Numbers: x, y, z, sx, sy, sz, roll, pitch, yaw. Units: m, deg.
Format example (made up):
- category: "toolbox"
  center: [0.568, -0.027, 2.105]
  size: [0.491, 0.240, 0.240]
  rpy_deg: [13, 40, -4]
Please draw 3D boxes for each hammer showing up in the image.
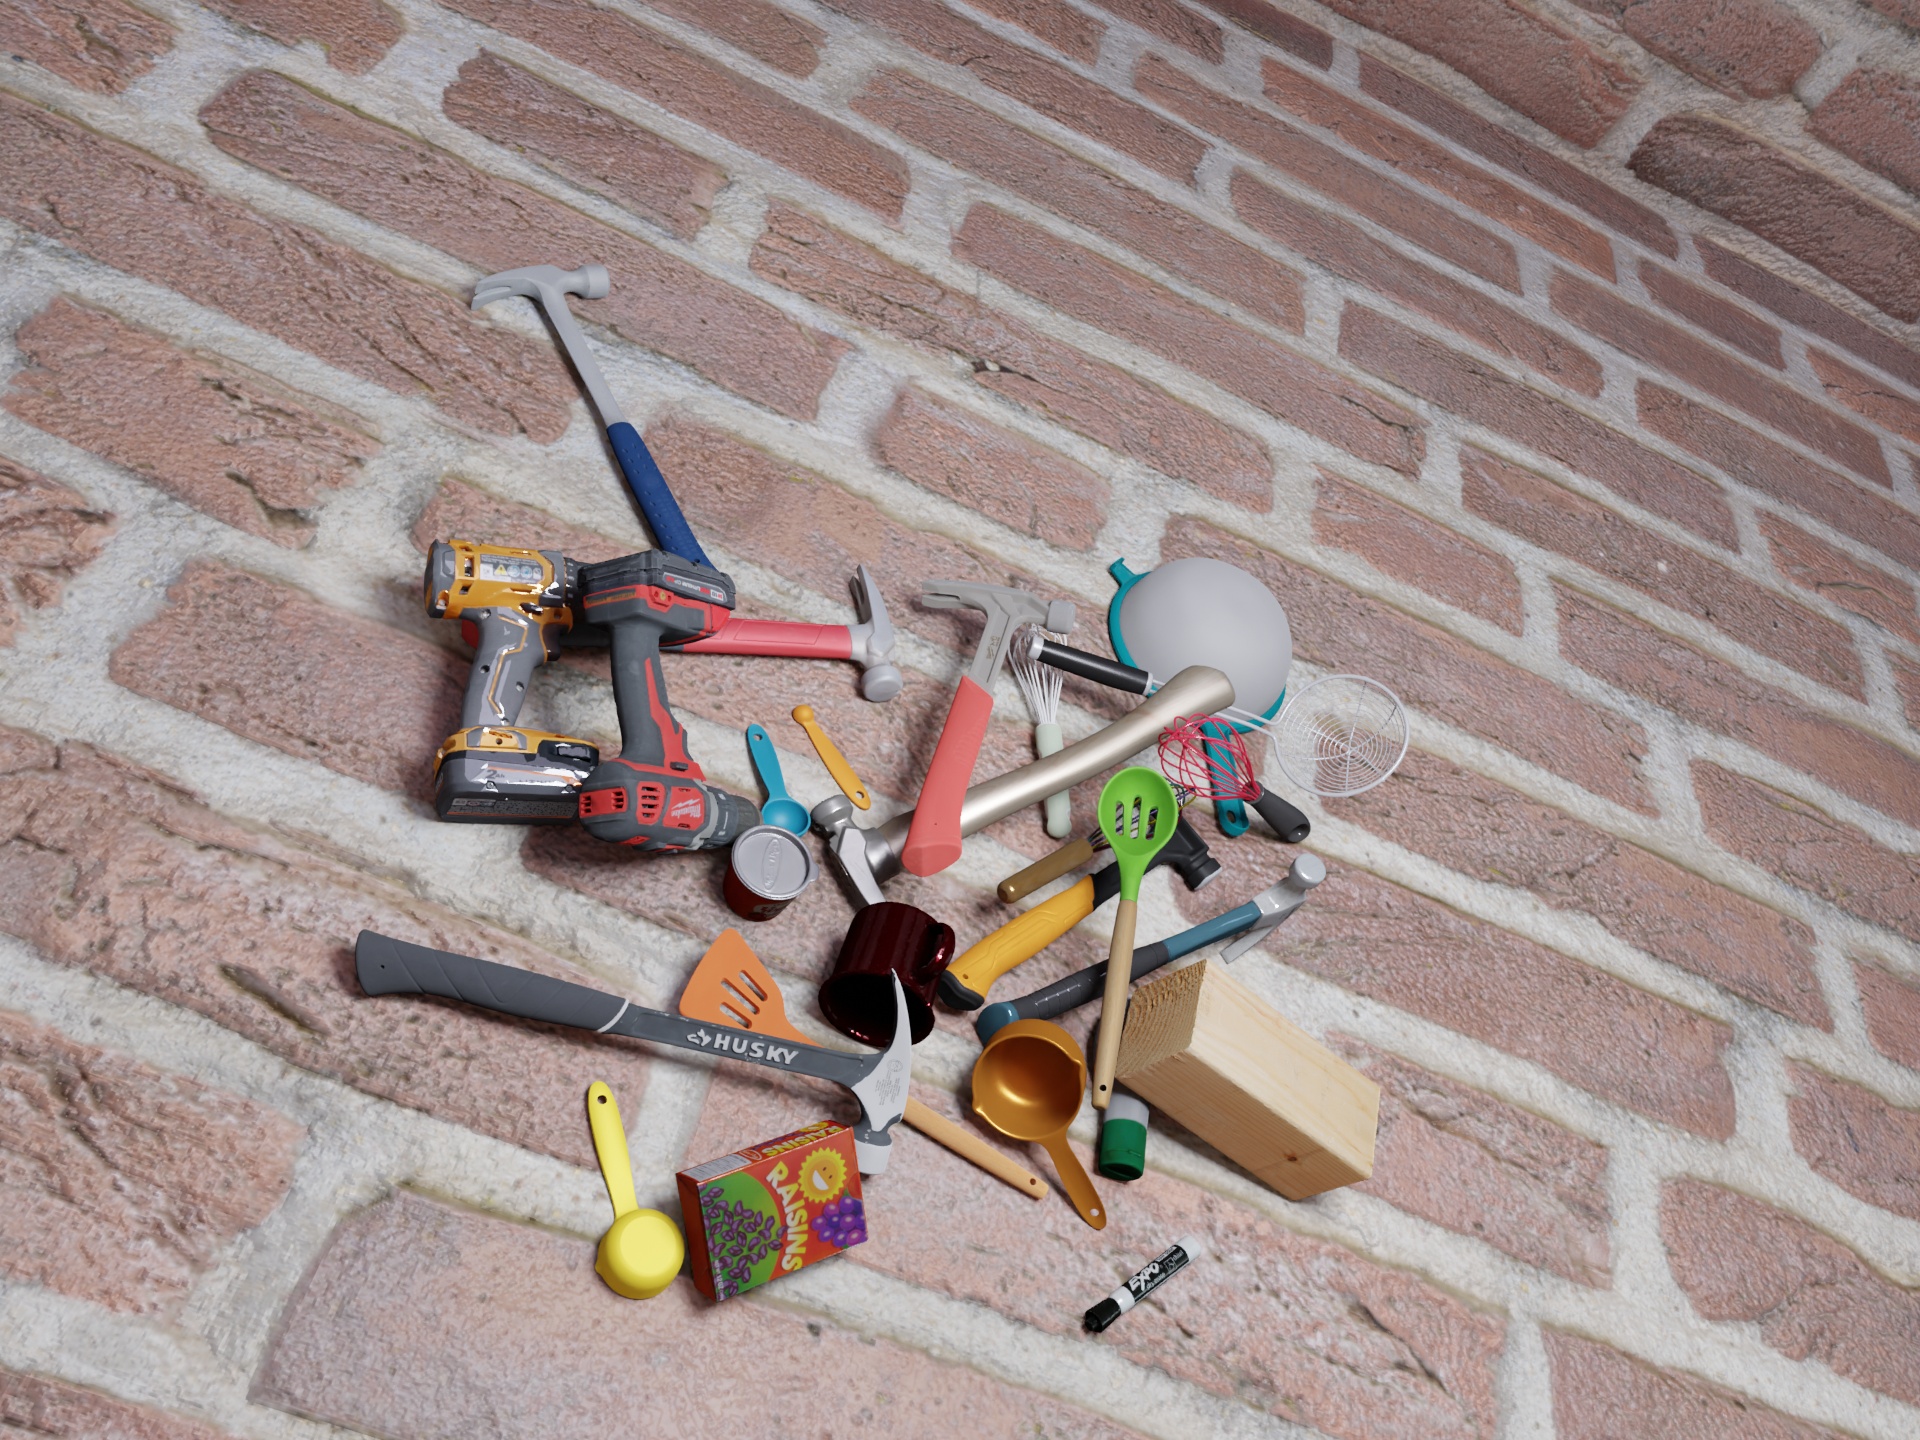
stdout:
- category: "hammer"
  center: [0.094, 0.155, 1.396]
  size: [0.337, 0.034, 0.127]
  rpy_deg: [-28, 72, -42]
- category: "hammer"
  center: [-0.002, -0.004, 1.387]
  size: [0.149, 0.036, 0.359]
  rpy_deg: [9, 42, 10]
- category: "hammer"
  center: [-0.230, 0.213, 1.149]
  size: [0.408, 0.036, 0.149]
  rpy_deg: [15, 92, -10]
- category: "hammer"
  center: [-0.335, -0.285, 1.514]
  size: [0.144, 0.035, 0.406]
  rpy_deg: [-13, 63, -35]
- category: "hammer"
  center: [0.079, 0.058, 1.399]
  size: [0.410, 0.038, 0.146]
  rpy_deg: [-25, 70, -22]
- category: "hammer"
  center: [0.161, 0.203, 1.360]
  size: [0.331, 0.128, 0.033]
  rpy_deg: [-18, 63, -27]
- category: "hammer"
  center: [-0.242, -0.089, 1.411]
  size: [0.386, 0.038, 0.143]
  rpy_deg: [2, 54, -27]

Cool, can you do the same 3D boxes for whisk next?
- category: "whisk"
  center: [0.081, 0.002, 1.513]
  size: [0.059, 0.057, 0.247]
  rpy_deg: [-9, 57, 7]
- category: "whisk"
  center: [0.261, 0.060, 1.469]
  size: [0.295, 0.073, 0.073]
  rpy_deg: [33, 35, -50]
- category: "whisk"
  center: [0.122, 0.106, 1.405]
  size: [0.245, 0.051, 0.047]
  rpy_deg: [-25, 51, -37]

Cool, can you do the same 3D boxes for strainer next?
- category: "strainer"
  center: [0.270, -0.047, 1.611]
  size: [0.211, 0.095, 0.341]
  rpy_deg: [12, 50, -20]

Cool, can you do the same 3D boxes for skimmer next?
- category: "skimmer"
  center: [0.243, -0.024, 1.510]
  size: [0.363, 0.090, 0.127]
  rpy_deg: [18, 72, -10]

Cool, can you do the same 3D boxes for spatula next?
- category: "spatula"
  center: [-0.067, 0.277, 1.219]
  size: [0.322, 0.041, 0.081]
  rpy_deg: [32, 54, -4]

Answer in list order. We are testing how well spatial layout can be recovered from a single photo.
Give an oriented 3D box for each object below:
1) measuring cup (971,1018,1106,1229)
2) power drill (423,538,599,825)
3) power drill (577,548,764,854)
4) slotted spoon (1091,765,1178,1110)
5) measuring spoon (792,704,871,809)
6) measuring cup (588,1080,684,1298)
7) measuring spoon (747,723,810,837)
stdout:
- category: "measuring cup"
  center: [0.075, 0.316, 1.255]
  size: [0.173, 0.095, 0.052]
  rpy_deg: [63, 14, -6]
- category: "power drill"
  center: [-0.330, -0.034, 1.268]
  size: [0.185, 0.084, 0.226]
  rpy_deg: [4, 65, -26]
- category: "power drill"
  center: [-0.223, -0.005, 1.256]
  size: [0.187, 0.080, 0.227]
  rpy_deg: [17, 67, -60]
- category: "slotted spoon"
  center: [0.133, 0.173, 1.309]
  size: [0.070, 0.031, 0.314]
  rpy_deg: [10, 54, 3]
- category: "measuring spoon"
  center: [-0.112, 0.031, 1.405]
  size: [0.021, 0.011, 0.117]
  rpy_deg: [-22, 68, -38]
- category: "measuring cup"
  center: [-0.232, 0.320, 1.104]
  size: [0.062, 0.029, 0.157]
  rpy_deg: [-5, 60, -31]
- category: "measuring spoon"
  center: [-0.162, 0.055, 1.361]
  size: [0.042, 0.021, 0.129]
  rpy_deg: [-4, 48, -25]
